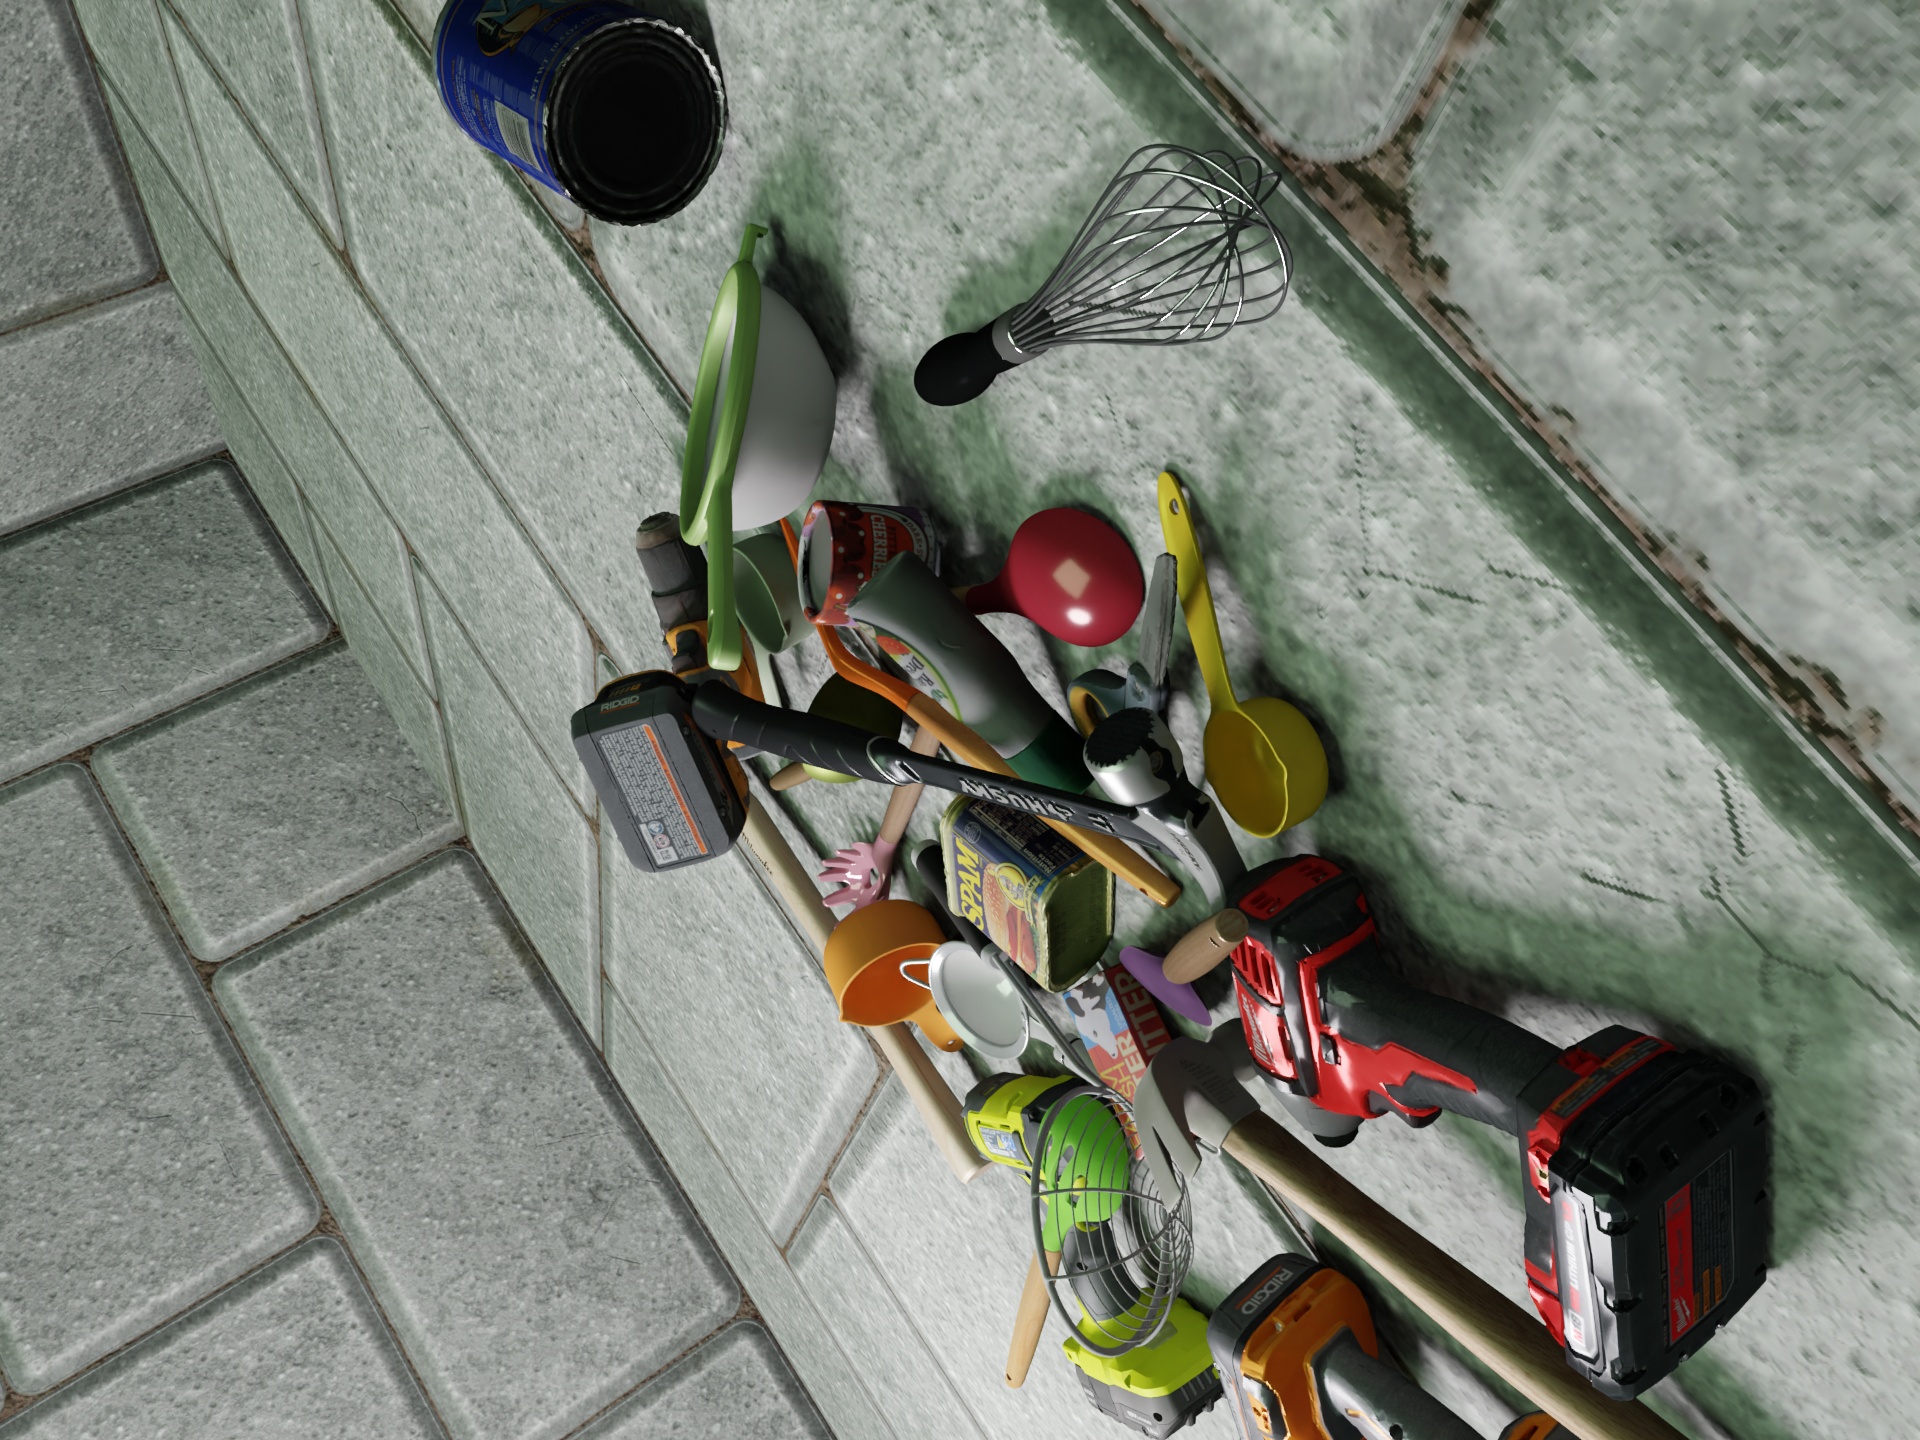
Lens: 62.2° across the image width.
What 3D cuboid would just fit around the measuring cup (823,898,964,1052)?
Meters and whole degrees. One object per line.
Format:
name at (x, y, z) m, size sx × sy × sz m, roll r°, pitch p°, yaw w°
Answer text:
measuring cup at (-0.038, 0.187, 1.135) m, size 0.052 × 0.095 × 0.173 m, roll 59°, pitch 180°, yaw 37°

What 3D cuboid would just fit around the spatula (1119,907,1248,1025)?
spatula at (0.103, 0.112, 0.723) m, size 0.060 × 0.018 × 0.315 m, roll 41°, pitch 171°, yaw 11°

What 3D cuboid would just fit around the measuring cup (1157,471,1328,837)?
measuring cup at (0.114, -0.030, 0.658) m, size 0.062 × 0.029 × 0.156 m, roll -13°, pitch 93°, yaw 68°

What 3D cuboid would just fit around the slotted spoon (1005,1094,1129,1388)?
slotted spoon at (0.054, 0.341, 0.995) m, size 0.070 × 0.031 × 0.313 m, roll 46°, pitch 143°, yaw 35°

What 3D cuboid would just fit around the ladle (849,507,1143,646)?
ladle at (-0.002, -0.063, 0.837) m, size 0.315 × 0.031 × 0.069 m, roll 0°, pitch 117°, yaw 65°

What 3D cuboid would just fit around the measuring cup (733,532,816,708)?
measuring cup at (-0.118, -0.054, 1.059) m, size 0.083 × 0.038 × 0.167 m, roll 43°, pitch 152°, yaw 35°

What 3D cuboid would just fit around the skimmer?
skimmer at (0.024, 0.187, 0.896) m, size 0.127 × 0.090 × 0.364 m, roll 45°, pitch -177°, yaw -36°

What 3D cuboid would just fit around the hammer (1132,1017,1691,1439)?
hammer at (0.211, 0.248, 0.685) m, size 0.332 × 0.130 × 0.031 m, roll 36°, pitch 116°, yaw 30°

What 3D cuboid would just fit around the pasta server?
pasta server at (-0.049, 0.067, 1.054) m, size 0.060 × 0.040 × 0.316 m, roll 64°, pitch 157°, yaw 21°

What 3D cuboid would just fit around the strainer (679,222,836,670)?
strainer at (-0.098, -0.122, 0.817) m, size 0.151 × 0.069 × 0.257 m, roll 118°, pitch 153°, yaw -45°

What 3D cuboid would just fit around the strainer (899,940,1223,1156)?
strainer at (0.063, 0.199, 0.979) m, size 0.259 × 0.050 × 0.086 m, roll 27°, pitch 131°, yaw 42°

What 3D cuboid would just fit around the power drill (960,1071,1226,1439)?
power drill at (0.092, 0.338, 1.030) m, size 0.223 × 0.080 × 0.171 m, roll 65°, pitch 156°, yaw -2°

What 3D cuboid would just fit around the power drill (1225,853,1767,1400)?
power drill at (0.195, 0.152, 0.629) m, size 0.220 × 0.078 × 0.143 m, roll 30°, pitch 141°, yaw 54°

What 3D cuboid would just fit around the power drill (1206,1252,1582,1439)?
power drill at (0.237, 0.377, 0.785) m, size 0.227 × 0.084 × 0.164 m, roll 15°, pitch 130°, yaw 53°

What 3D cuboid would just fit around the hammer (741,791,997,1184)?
hammer at (-0.097, 0.169, 1.221) m, size 0.411 × 0.038 × 0.146 m, roll 53°, pitch 162°, yaw 21°

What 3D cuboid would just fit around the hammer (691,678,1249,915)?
hammer at (-0.019, 0.026, 0.823) m, size 0.409 × 0.036 × 0.149 m, roll 13°, pitch 149°, yaw 49°

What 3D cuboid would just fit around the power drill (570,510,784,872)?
power drill at (-0.187, -0.026, 1.065) m, size 0.226 × 0.084 × 0.185 m, roll -80°, pitch -28°, yaw -63°

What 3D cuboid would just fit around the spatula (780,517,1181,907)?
spatula at (-0.001, -0.003, 0.877) m, size 0.323 × 0.041 × 0.081 m, roll 37°, pitch 158°, yaw 26°

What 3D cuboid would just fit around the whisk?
whisk at (0.038, -0.160, 0.623) m, size 0.070 × 0.070 × 0.285 m, roll 65°, pitch 160°, yaw -10°

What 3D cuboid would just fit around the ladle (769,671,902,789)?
ladle at (-0.105, 0.020, 1.094) m, size 0.062 × 0.078 × 0.320 m, roll 36°, pitch 164°, yaw -10°
